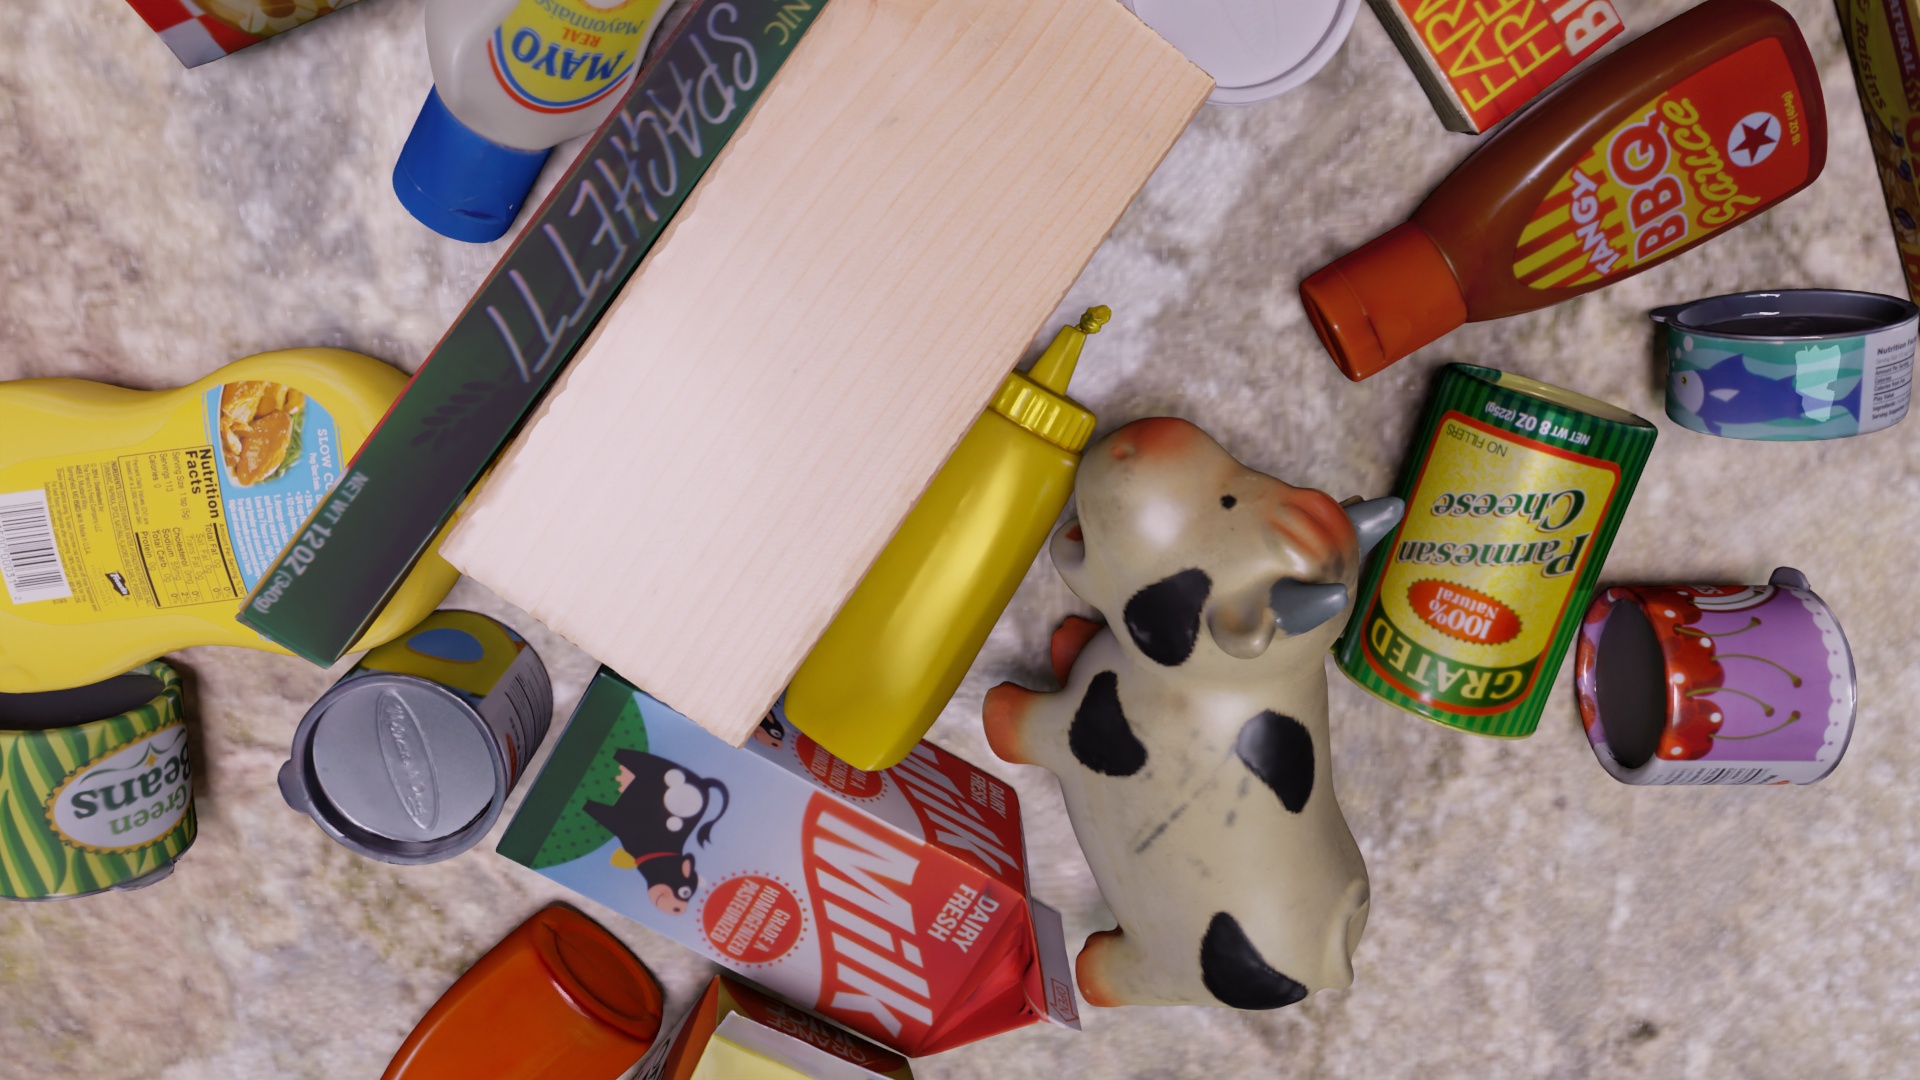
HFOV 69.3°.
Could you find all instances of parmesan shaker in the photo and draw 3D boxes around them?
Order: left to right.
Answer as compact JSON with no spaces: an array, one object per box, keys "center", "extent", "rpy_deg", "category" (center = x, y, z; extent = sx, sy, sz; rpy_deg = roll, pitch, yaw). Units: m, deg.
[{"center":[0.165,0.001,0.440],"extent":[0.071,0.071,0.102],"rpy_deg":[13,107,-5],"category":"parmesan shaker"}]

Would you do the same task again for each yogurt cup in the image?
[{"center":[0.074,-0.158,0.392],"extent":[0.072,0.054,0.072],"rpy_deg":[0,108,-1],"category":"yogurt cup"}]

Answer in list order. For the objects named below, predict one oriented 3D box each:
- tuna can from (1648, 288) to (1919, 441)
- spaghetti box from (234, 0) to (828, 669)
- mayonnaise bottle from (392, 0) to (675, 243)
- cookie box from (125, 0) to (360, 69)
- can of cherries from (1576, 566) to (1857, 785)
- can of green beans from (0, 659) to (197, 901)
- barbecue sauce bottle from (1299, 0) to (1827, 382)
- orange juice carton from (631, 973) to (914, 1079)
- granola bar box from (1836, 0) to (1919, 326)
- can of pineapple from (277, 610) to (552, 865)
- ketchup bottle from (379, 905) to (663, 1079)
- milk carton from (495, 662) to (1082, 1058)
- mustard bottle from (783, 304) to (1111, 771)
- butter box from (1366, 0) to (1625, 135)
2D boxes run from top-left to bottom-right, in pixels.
[{"center":[0.249,-0.054,0.424],"extent":[0.071,0.071,0.032],"rpy_deg":[-7,109,1],"category":"tuna can"},{"center":[-0.106,-0.076,0.382],"extent":[0.028,0.050,0.250],"rpy_deg":[37,86,-15],"category":"spaghetti box"},{"center":[-0.110,-0.145,0.376],"extent":[0.147,0.065,0.041],"rpy_deg":[-46,59,35],"category":"mayonnaise bottle"},{"center":[-0.161,-0.206,0.347],"extent":[0.167,0.040,0.122],"rpy_deg":[-20,145,5],"category":"cookie box"},{"center":[0.244,0.044,0.455],"extent":[0.058,0.072,0.071],"rpy_deg":[0,108,0],"category":"can of cherries"},{"center":[-0.289,0.075,0.453],"extent":[0.071,0.071,0.057],"rpy_deg":[4,107,-2],"category":"can of green beans"},{"center":[0.176,-0.099,0.418],"extent":[0.148,0.044,0.064],"rpy_deg":[-29,122,8],"category":"barbecue sauce bottle"},{"center":[-0.080,0.211,0.461],"extent":[0.072,0.073,0.191],"rpy_deg":[28,128,-10],"category":"orange juice carton"},{"center":[0.344,-0.135,0.413],"extent":[0.124,0.039,0.165],"rpy_deg":[-24,106,7],"category":"granola bar box"},{"center":[-0.176,0.063,0.455],"extent":[0.071,0.058,0.070],"rpy_deg":[0,108,-1],"category":"can of pineapple"},{"center":[-0.181,0.200,0.507],"extent":[0.148,0.044,0.064],"rpy_deg":[-41,103,11],"category":"ketchup bottle"},{"center":[-0.044,0.102,0.463],"extent":[0.190,0.072,0.073],"rpy_deg":[30,105,-10],"category":"milk carton"},{"center":[0.002,-0.005,0.436],"extent":[0.049,0.065,0.160],"rpy_deg":[32,100,8],"category":"mustard bottle"},{"center":[0.142,-0.175,0.404],"extent":[0.053,0.024,0.103],"rpy_deg":[-37,104,11],"category":"butter box"}]
